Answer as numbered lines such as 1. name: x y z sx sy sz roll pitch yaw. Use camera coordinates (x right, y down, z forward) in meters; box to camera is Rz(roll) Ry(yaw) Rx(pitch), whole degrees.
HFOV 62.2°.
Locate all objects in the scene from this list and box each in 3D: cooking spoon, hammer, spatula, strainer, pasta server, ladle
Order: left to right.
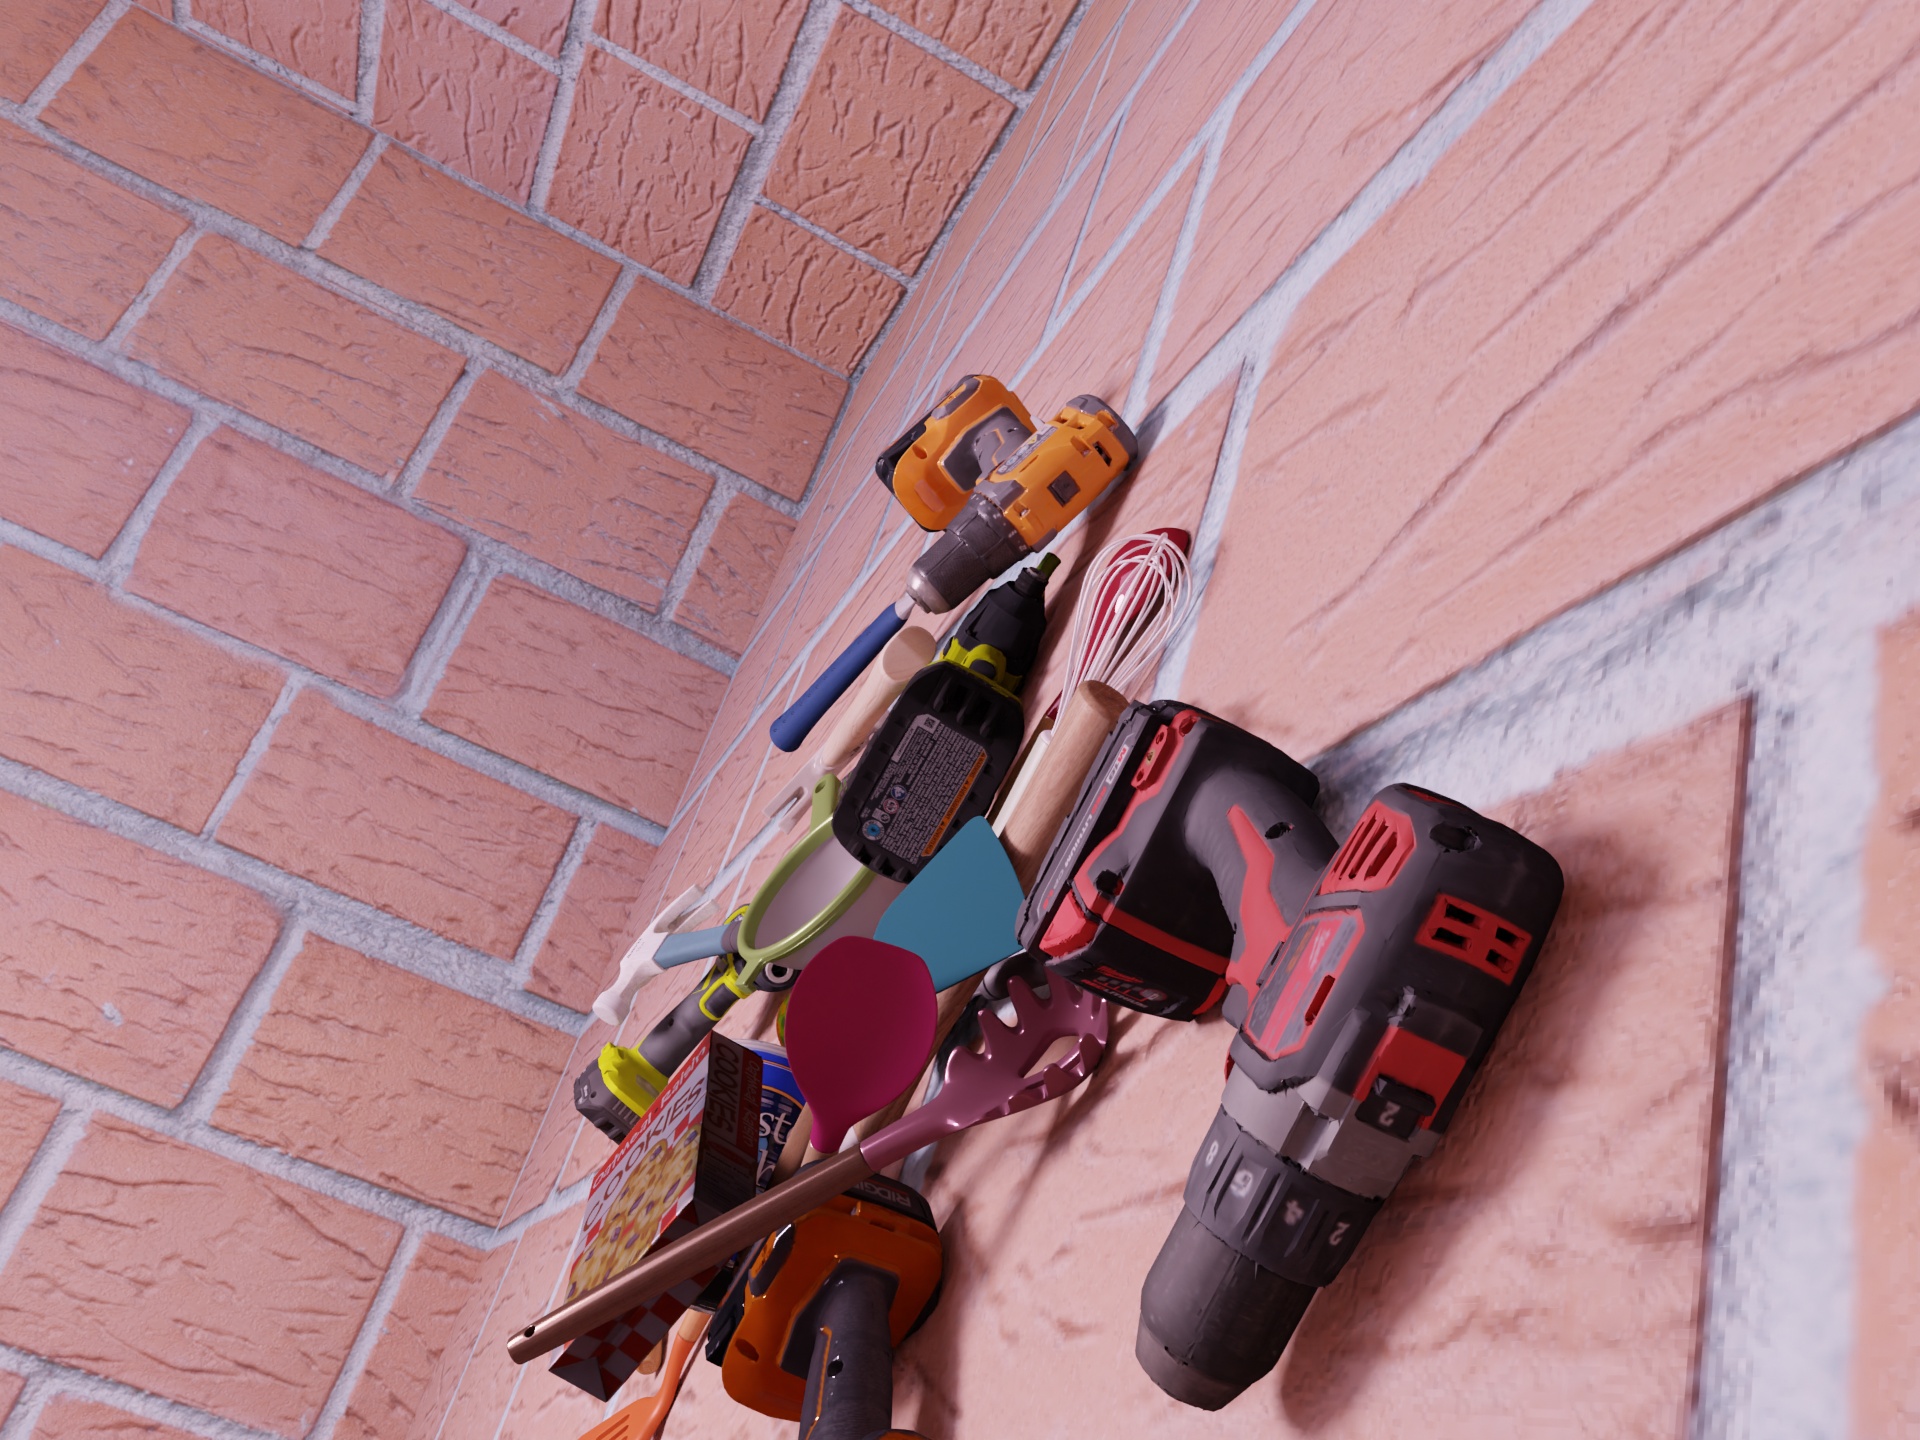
1. spatula: -0.187 0.404 1.106 0.322 0.041 0.081 -62 12 5
2. hammer: -0.175 0.174 1.280 0.331 0.033 0.128 -18 32 46
3. pasta server: -0.068 0.203 0.706 0.316 0.040 0.060 -30 34 4
4. cooking spoon: -0.072 0.225 0.786 0.017 0.069 0.318 -75 1 -58
5. strainer: -0.082 0.108 1.144 0.151 0.069 0.256 -41 17 10
6. spatula: -0.054 0.186 0.800 0.317 0.044 0.082 -64 33 31
7. hammer: -0.085 0.005 1.267 0.146 0.038 0.410 -48 1 -15
8. hammer: -0.042 -0.106 1.386 0.405 0.035 0.144 -44 21 34
9. hammer: -0.002 0.121 0.787 0.331 0.031 0.130 -63 32 25
10. strainer: 0.014 0.135 0.827 0.087 0.050 0.258 -55 10 -29
11. ladle: 0.046 0.021 0.948 0.315 0.031 0.069 -62 12 15

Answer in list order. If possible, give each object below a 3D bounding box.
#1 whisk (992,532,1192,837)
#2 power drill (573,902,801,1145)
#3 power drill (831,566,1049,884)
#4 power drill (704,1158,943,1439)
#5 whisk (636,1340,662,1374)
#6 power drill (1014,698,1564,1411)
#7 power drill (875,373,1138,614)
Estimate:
1. whisk: 0.059 0.005 0.885 0.246 0.058 0.059 -64 -8 20
2. power drill: -0.221 0.257 1.353 0.228 0.080 0.190 -48 11 -9
3. power drill: -0.002 -0.003 1.017 0.171 0.080 0.223 -60 2 21
4. power drill: -0.061 0.318 0.682 0.164 0.084 0.227 -61 17 16
5. whisk: -0.252 0.438 1.297 0.047 0.051 0.245 -56 17 12
6. power drill: 0.088 0.094 0.530 0.188 0.080 0.227 -63 16 5
7. power drill: 0.011 -0.165 1.152 0.185 0.084 0.226 -43 27 -3
